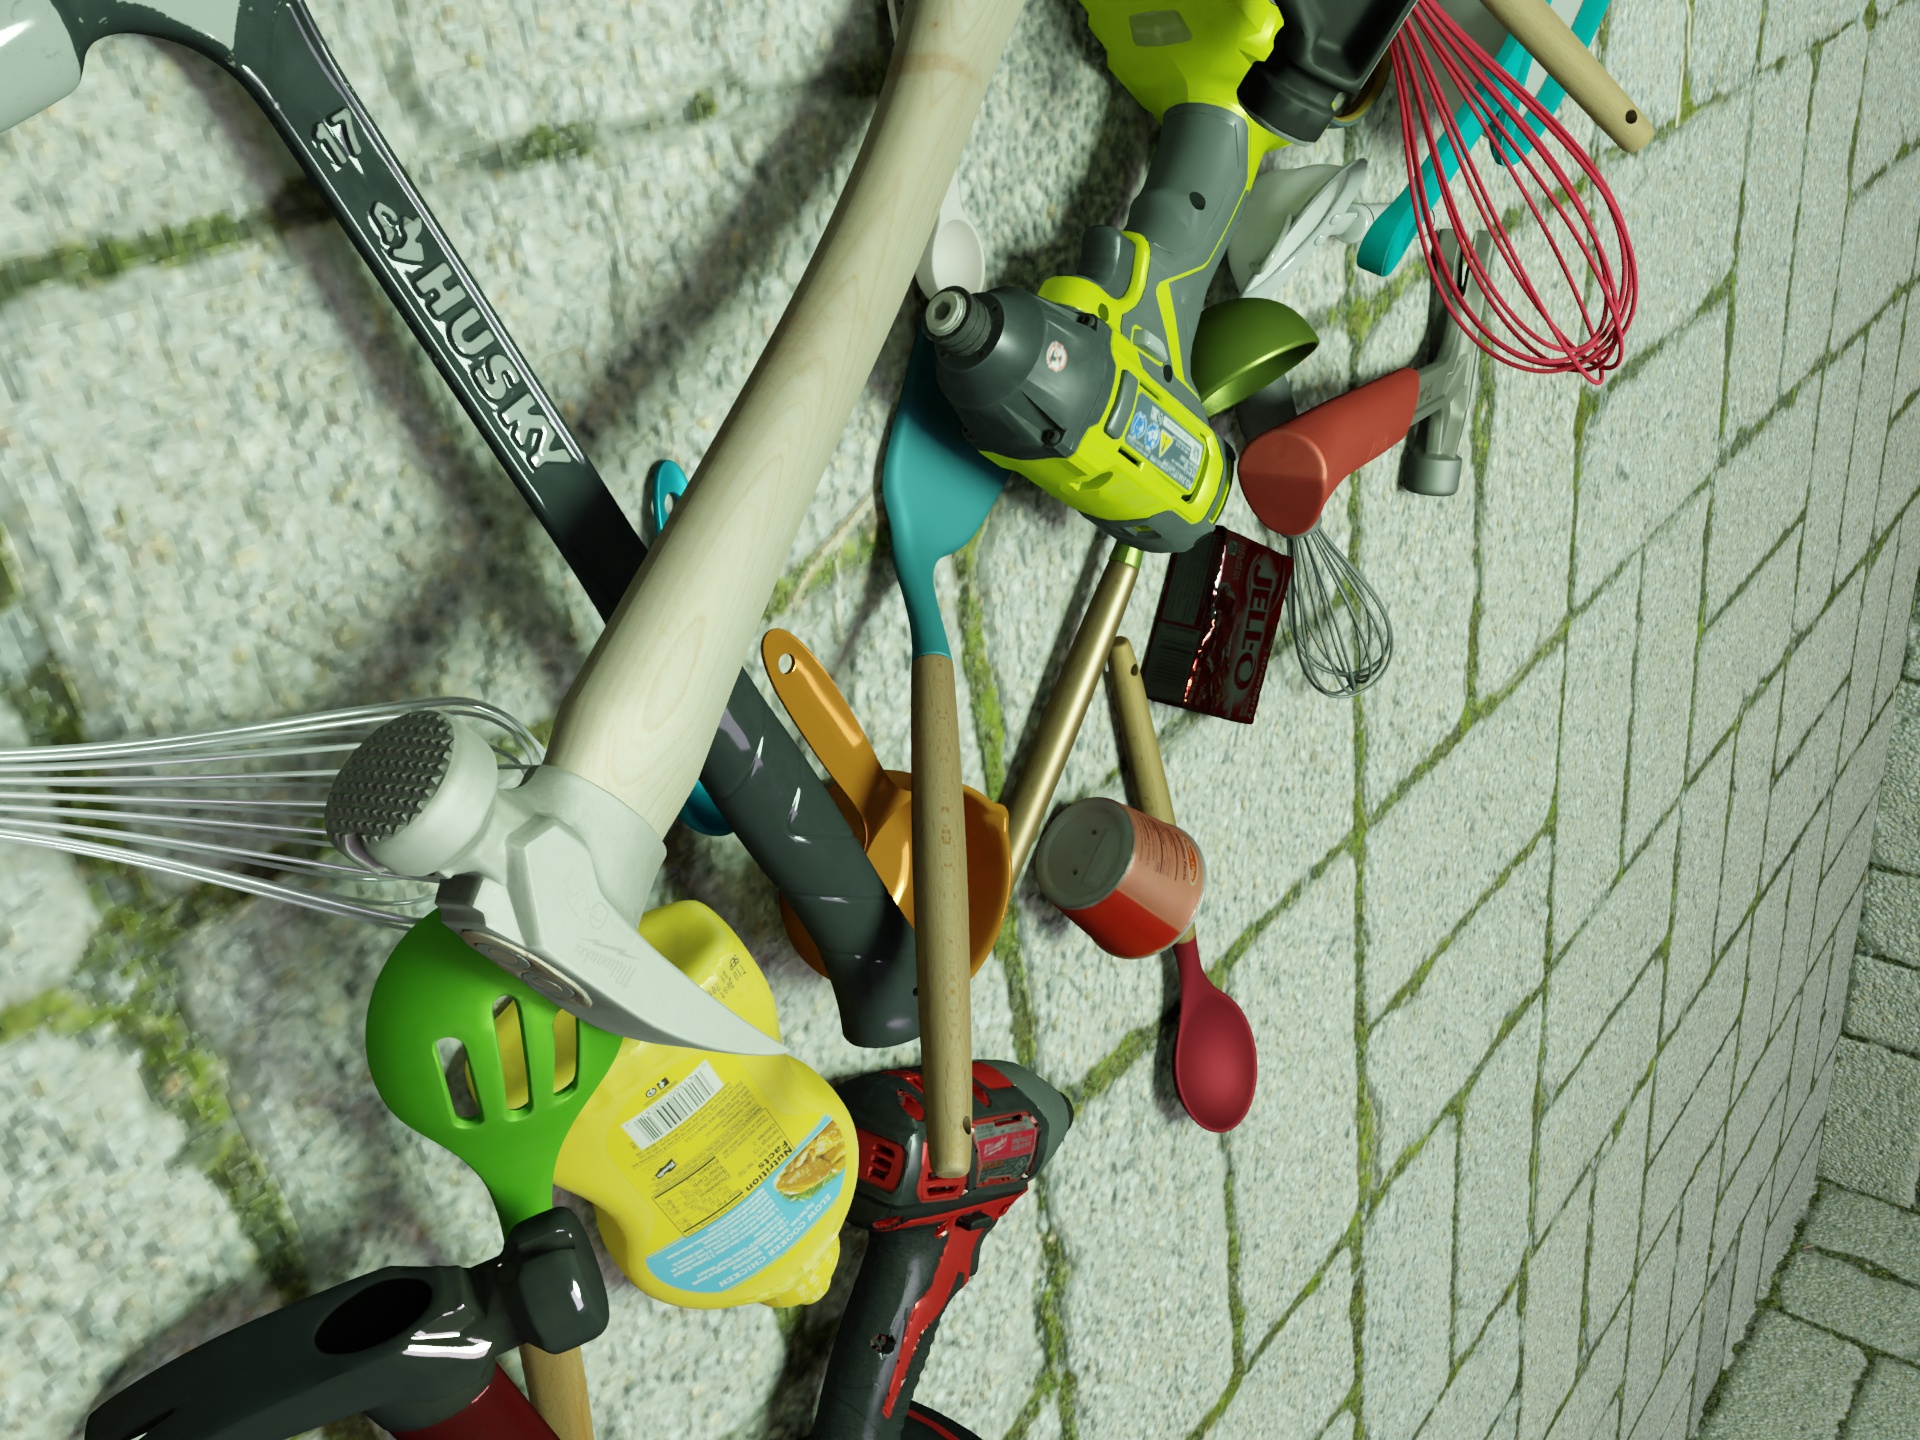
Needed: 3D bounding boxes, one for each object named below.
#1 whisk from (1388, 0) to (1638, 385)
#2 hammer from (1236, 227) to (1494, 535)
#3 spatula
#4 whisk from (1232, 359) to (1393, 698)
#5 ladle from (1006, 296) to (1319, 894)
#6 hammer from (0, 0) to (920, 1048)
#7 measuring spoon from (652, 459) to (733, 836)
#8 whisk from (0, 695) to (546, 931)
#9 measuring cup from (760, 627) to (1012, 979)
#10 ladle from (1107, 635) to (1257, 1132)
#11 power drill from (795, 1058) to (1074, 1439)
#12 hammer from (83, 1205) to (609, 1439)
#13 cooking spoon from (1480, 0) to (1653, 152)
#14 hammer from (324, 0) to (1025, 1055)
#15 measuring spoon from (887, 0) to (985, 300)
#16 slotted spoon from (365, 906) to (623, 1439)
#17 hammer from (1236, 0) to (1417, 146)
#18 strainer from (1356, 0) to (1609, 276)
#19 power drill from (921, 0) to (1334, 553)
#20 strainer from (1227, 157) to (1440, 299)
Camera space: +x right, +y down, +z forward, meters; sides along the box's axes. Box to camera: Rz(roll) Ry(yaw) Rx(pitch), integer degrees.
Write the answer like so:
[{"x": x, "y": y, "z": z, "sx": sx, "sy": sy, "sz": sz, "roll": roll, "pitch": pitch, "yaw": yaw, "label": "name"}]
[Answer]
[{"x": 0.170, "y": -0.253, "z": 0.589, "sx": 0.073, "sy": 0.073, "sz": 0.295, "roll": -40, "pitch": 104, "yaw": -35, "label": "whisk"}, {"x": 0.207, "y": -0.159, "z": 0.773, "sx": 0.359, "sy": 0.037, "sz": 0.149, "roll": -32, "pitch": 128, "yaw": -58, "label": "hammer"}, {"x": -0.001, "y": -0.002, "z": 0.560, "sx": 0.082, "sy": 0.044, "sz": 0.318, "roll": 38, "pitch": 41, "yaw": -49, "label": "spatula"}, {"x": 0.177, "y": -0.102, "z": 0.814, "sx": 0.055, "sy": 0.055, "sz": 0.238, "roll": -51, "pitch": 132, "yaw": -27, "label": "whisk"}, {"x": 0.074, "y": -0.039, "z": 0.702, "sx": 0.078, "sy": 0.062, "sz": 0.320, "roll": 72, "pitch": 40, "yaw": -87, "label": "ladle"}, {"x": -0.097, "y": -0.046, "z": 0.463, "sx": 0.149, "sy": 0.036, "sz": 0.408, "roll": -50, "pitch": 128, "yaw": -30, "label": "hammer"}, {"x": -0.094, "y": -0.023, "z": 0.537, "sx": 0.042, "sy": 0.021, "sz": 0.128, "roll": -27, "pitch": 114, "yaw": -53, "label": "measuring spoon"}, {"x": -0.212, "y": 0.017, "z": 0.374, "sx": 0.284, "sy": 0.070, "sz": 0.070, "roll": 7, "pitch": 97, "yaw": -47, "label": "whisk"}, {"x": -0.044, "y": 0.031, "z": 0.588, "sx": 0.095, "sy": 0.052, "sz": 0.173, "roll": -49, "pitch": 128, "yaw": -28, "label": "measuring cup"}, {"x": 0.110, "y": 0.091, "z": 0.815, "sx": 0.069, "sy": 0.031, "sz": 0.315, "roll": -44, "pitch": 131, "yaw": -36, "label": "ladle"}, {"x": -0.013, "y": 0.254, "z": 0.685, "sx": 0.143, "sy": 0.079, "sz": 0.219, "roll": 7, "pitch": 94, "yaw": -52, "label": "power drill"}, {"x": -0.139, "y": 0.305, "z": 0.555, "sx": 0.143, "sy": 0.038, "sz": 0.385, "roll": -21, "pitch": 132, "yaw": -8, "label": "hammer"}, {"x": 0.160, "y": -0.332, "z": 0.610, "sx": 0.318, "sy": 0.017, "sz": 0.069, "roll": 38, "pitch": 86, "yaw": -16, "label": "cooking spoon"}, {"x": -0.037, "y": -0.106, "z": 0.480, "sx": 0.146, "sy": 0.038, "sz": 0.411, "roll": 50, "pitch": 50, "yaw": -45, "label": "hammer"}, {"x": -0.015, "y": -0.208, "z": 0.569, "sx": 0.034, "sy": 0.018, "sz": 0.124, "roll": -37, "pitch": 123, "yaw": -48, "label": "measuring spoon"}, {"x": -0.131, "y": 0.180, "z": 0.503, "sx": 0.070, "sy": 0.031, "sz": 0.313, "roll": -13, "pitch": 129, "yaw": -22, "label": "slotted spoon"}, {"x": 0.009, "y": -0.269, "z": 0.454, "sx": 0.336, "sy": 0.034, "sz": 0.127, "roll": 6, "pitch": 135, "yaw": -30, "label": "hammer"}, {"x": 0.229, "y": -0.333, "z": 0.730, "sx": 0.340, "sy": 0.095, "sz": 0.210, "roll": -55, "pitch": 161, "yaw": -22, "label": "strainer"}, {"x": 0.067, "y": -0.195, "z": 0.606, "sx": 0.171, "sy": 0.080, "sz": 0.223, "roll": 24, "pitch": 81, "yaw": -51, "label": "power drill"}, {"x": 0.187, "y": -0.244, "z": 0.781, "sx": 0.258, "sy": 0.050, "sz": 0.086, "roll": -24, "pitch": 158, "yaw": -51, "label": "strainer"}]
